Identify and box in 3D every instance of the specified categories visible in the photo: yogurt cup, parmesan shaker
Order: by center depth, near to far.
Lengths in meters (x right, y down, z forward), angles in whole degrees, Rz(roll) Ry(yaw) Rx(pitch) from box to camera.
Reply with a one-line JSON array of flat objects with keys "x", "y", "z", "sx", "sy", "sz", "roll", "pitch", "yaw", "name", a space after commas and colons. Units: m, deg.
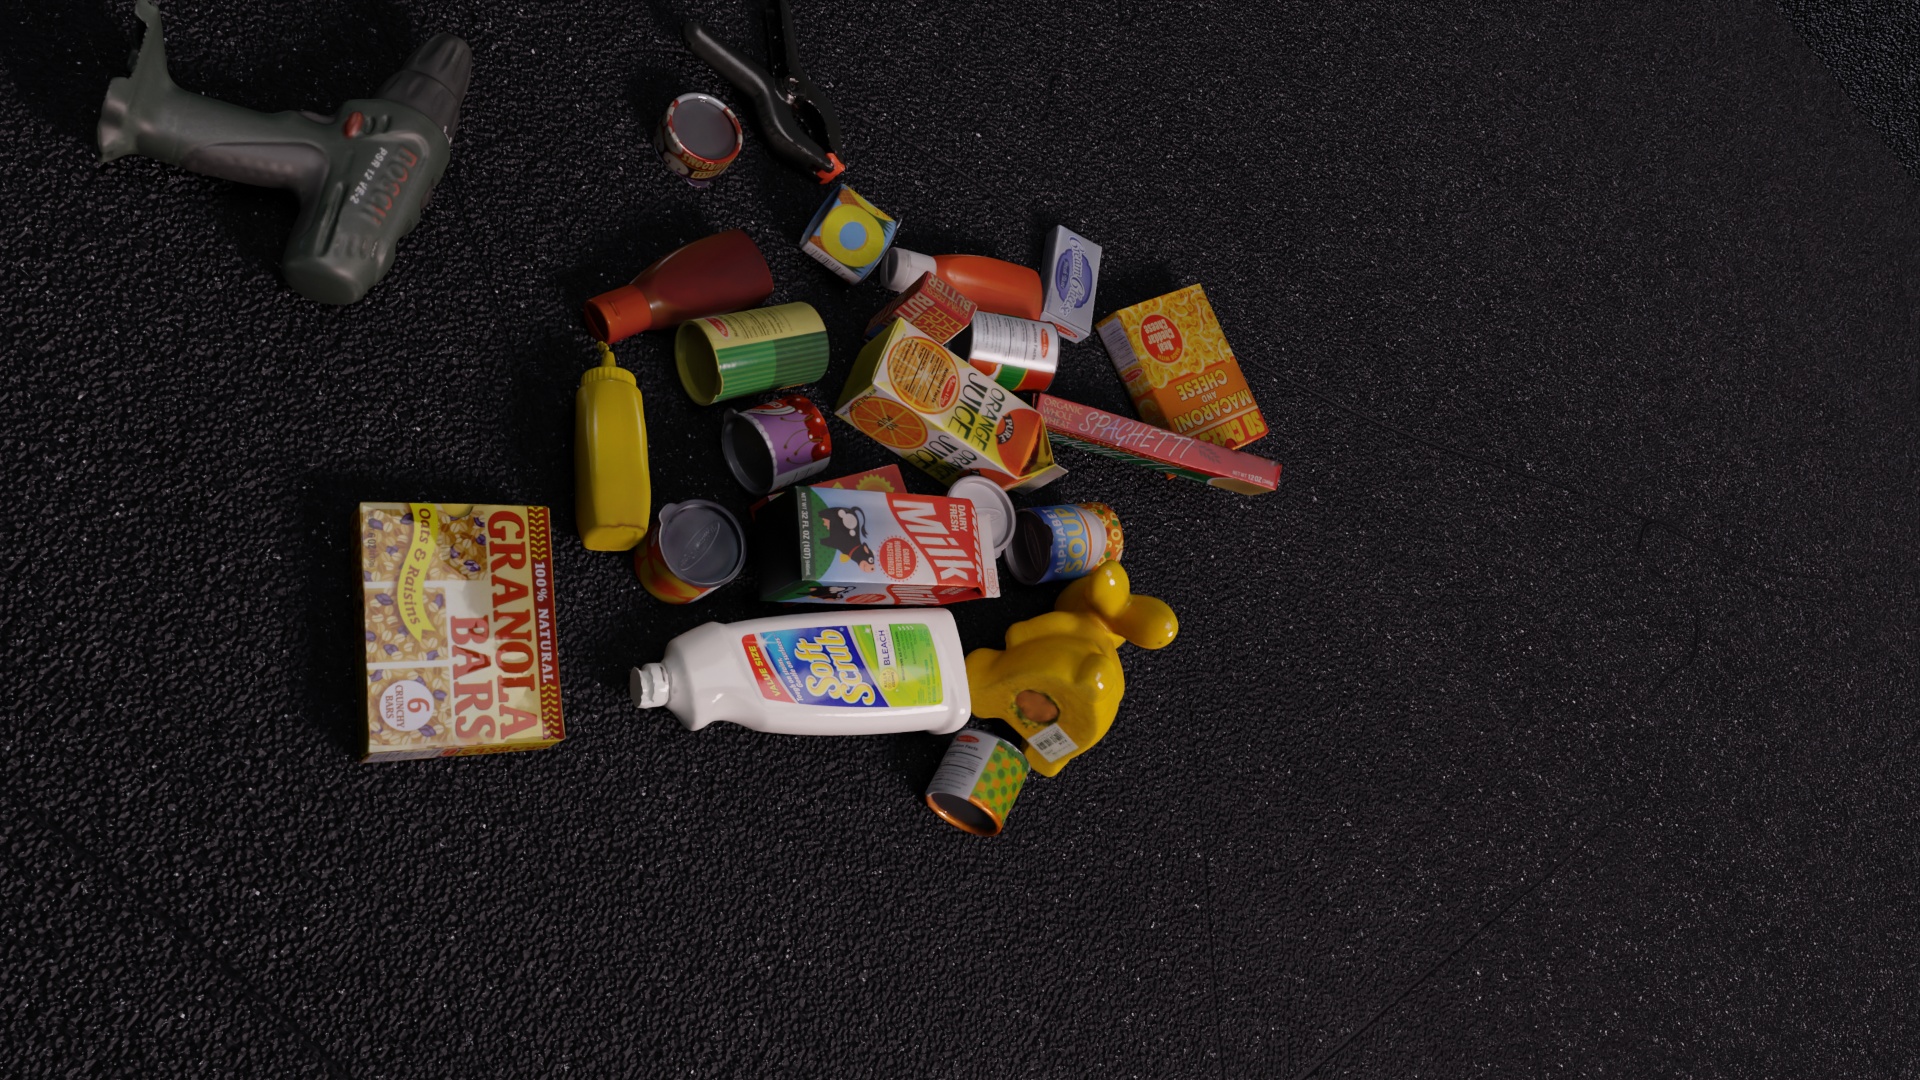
[{"x": -0.161, "y": -0.145, "z": 1.088, "sx": 0.103, "sy": 0.071, "sz": 0.071, "roll": -17, "pitch": 84, "yaw": -37, "name": "parmesan shaker"}, {"x": 0.004, "y": -0.015, "z": 1.159, "sx": 0.072, "sy": 0.053, "sz": 0.072, "roll": 11, "pitch": 68, "yaw": -30, "name": "yogurt cup"}]

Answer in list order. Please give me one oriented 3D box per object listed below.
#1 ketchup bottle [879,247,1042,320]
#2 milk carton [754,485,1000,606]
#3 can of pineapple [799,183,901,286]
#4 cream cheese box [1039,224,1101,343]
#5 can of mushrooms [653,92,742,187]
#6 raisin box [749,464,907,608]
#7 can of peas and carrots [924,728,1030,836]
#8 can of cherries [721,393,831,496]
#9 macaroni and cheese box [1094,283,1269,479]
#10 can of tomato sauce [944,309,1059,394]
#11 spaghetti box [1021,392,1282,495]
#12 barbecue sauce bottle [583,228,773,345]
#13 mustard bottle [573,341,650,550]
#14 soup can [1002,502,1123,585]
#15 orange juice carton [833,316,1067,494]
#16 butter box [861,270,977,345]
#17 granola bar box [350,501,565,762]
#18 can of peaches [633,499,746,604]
[{"x": 0.002, "y": -0.227, "z": 1.238, "sx": 0.149, "sy": 0.043, "sz": 0.065, "roll": 9, "pitch": 72, "yaw": -30, "name": "ketchup bottle"}, {"x": -0.053, "y": 0.007, "z": 1.053, "sx": 0.191, "sy": 0.073, "sz": 0.072, "roll": 3, "pitch": 74, "yaw": -33, "name": "milk carton"}, {"x": -0.094, "y": -0.259, "z": 1.172, "sx": 0.058, "sy": 0.070, "sz": 0.071, "roll": 33, "pitch": 59, "yaw": -19, "name": "can of pineapple"}, {"x": 0.102, "y": -0.245, "z": 1.321, "sx": 0.053, "sy": 0.024, "sz": 0.104, "roll": 22, "pitch": 63, "yaw": -26, "name": "cream cheese box"}, {"x": -0.214, "y": -0.329, "z": 1.139, "sx": 0.071, "sy": 0.033, "sz": 0.071, "roll": 12, "pitch": 67, "yaw": -30, "name": "can of mushrooms"}, {"x": -0.094, "y": -0.005, "z": 1.101, "sx": 0.124, "sy": 0.040, "sz": 0.086, "roll": -17, "pitch": 83, "yaw": -35, "name": "raisin box"}, {"x": 0.015, "y": 0.191, "z": 1.088, "sx": 0.071, "sy": 0.070, "sz": 0.059, "roll": 40, "pitch": 58, "yaw": -16, "name": "can of peas and carrots"}, {"x": -0.143, "y": -0.077, "z": 1.076, "sx": 0.058, "sy": 0.071, "sz": 0.071, "roll": -25, "pitch": 89, "yaw": -37, "name": "can of cherries"}, {"x": 0.218, "y": -0.157, "z": 1.357, "sx": 0.124, "sy": 0.040, "sz": 0.166, "roll": -24, "pitch": 87, "yaw": -36, "name": "macaroni and cheese box"}, {"x": 0.035, "y": -0.165, "z": 1.220, "sx": 0.083, "sy": 0.071, "sz": 0.071, "roll": 6, "pitch": 70, "yaw": -22, "name": "can of tomato sauce"}, {"x": 0.170, "y": -0.086, "z": 1.264, "sx": 0.250, "sy": 0.050, "sz": 0.029, "roll": 14, "pitch": 81, "yaw": -16, "name": "spaghetti box"}, {"x": -0.220, "y": -0.193, "z": 1.082, "sx": 0.149, "sy": 0.043, "sz": 0.065, "roll": -30, "pitch": 91, "yaw": -36, "name": "barbecue sauce bottle"}, {"x": -0.253, "y": -0.074, "z": 1.007, "sx": 0.049, "sy": 0.065, "sz": 0.160, "roll": 4, "pitch": 68, "yaw": -28, "name": "mustard bottle"}, {"x": 0.090, "y": 0.001, "z": 1.199, "sx": 0.084, "sy": 0.071, "sz": 0.071, "roll": -6, "pitch": 77, "yaw": -35, "name": "soup can"}, {"x": -0.002, "y": -0.097, "z": 1.173, "sx": 0.192, "sy": 0.071, "sz": 0.073, "roll": 32, "pitch": 59, "yaw": -20, "name": "orange juice carton"}, {"x": -0.035, "y": -0.182, "z": 1.161, "sx": 0.053, "sy": 0.103, "sz": 0.024, "roll": 32, "pitch": 58, "yaw": -20, "name": "butter box"}, {"x": -0.334, "y": 0.058, "z": 0.922, "sx": 0.124, "sy": 0.039, "sz": 0.166, "roll": 1, "pitch": 74, "yaw": -33, "name": "granola bar box"}, {"x": -0.200, "y": 0.008, "z": 1.016, "sx": 0.071, "sy": 0.058, "sz": 0.071, "roll": 11, "pitch": 69, "yaw": -29, "name": "can of peaches"}]
